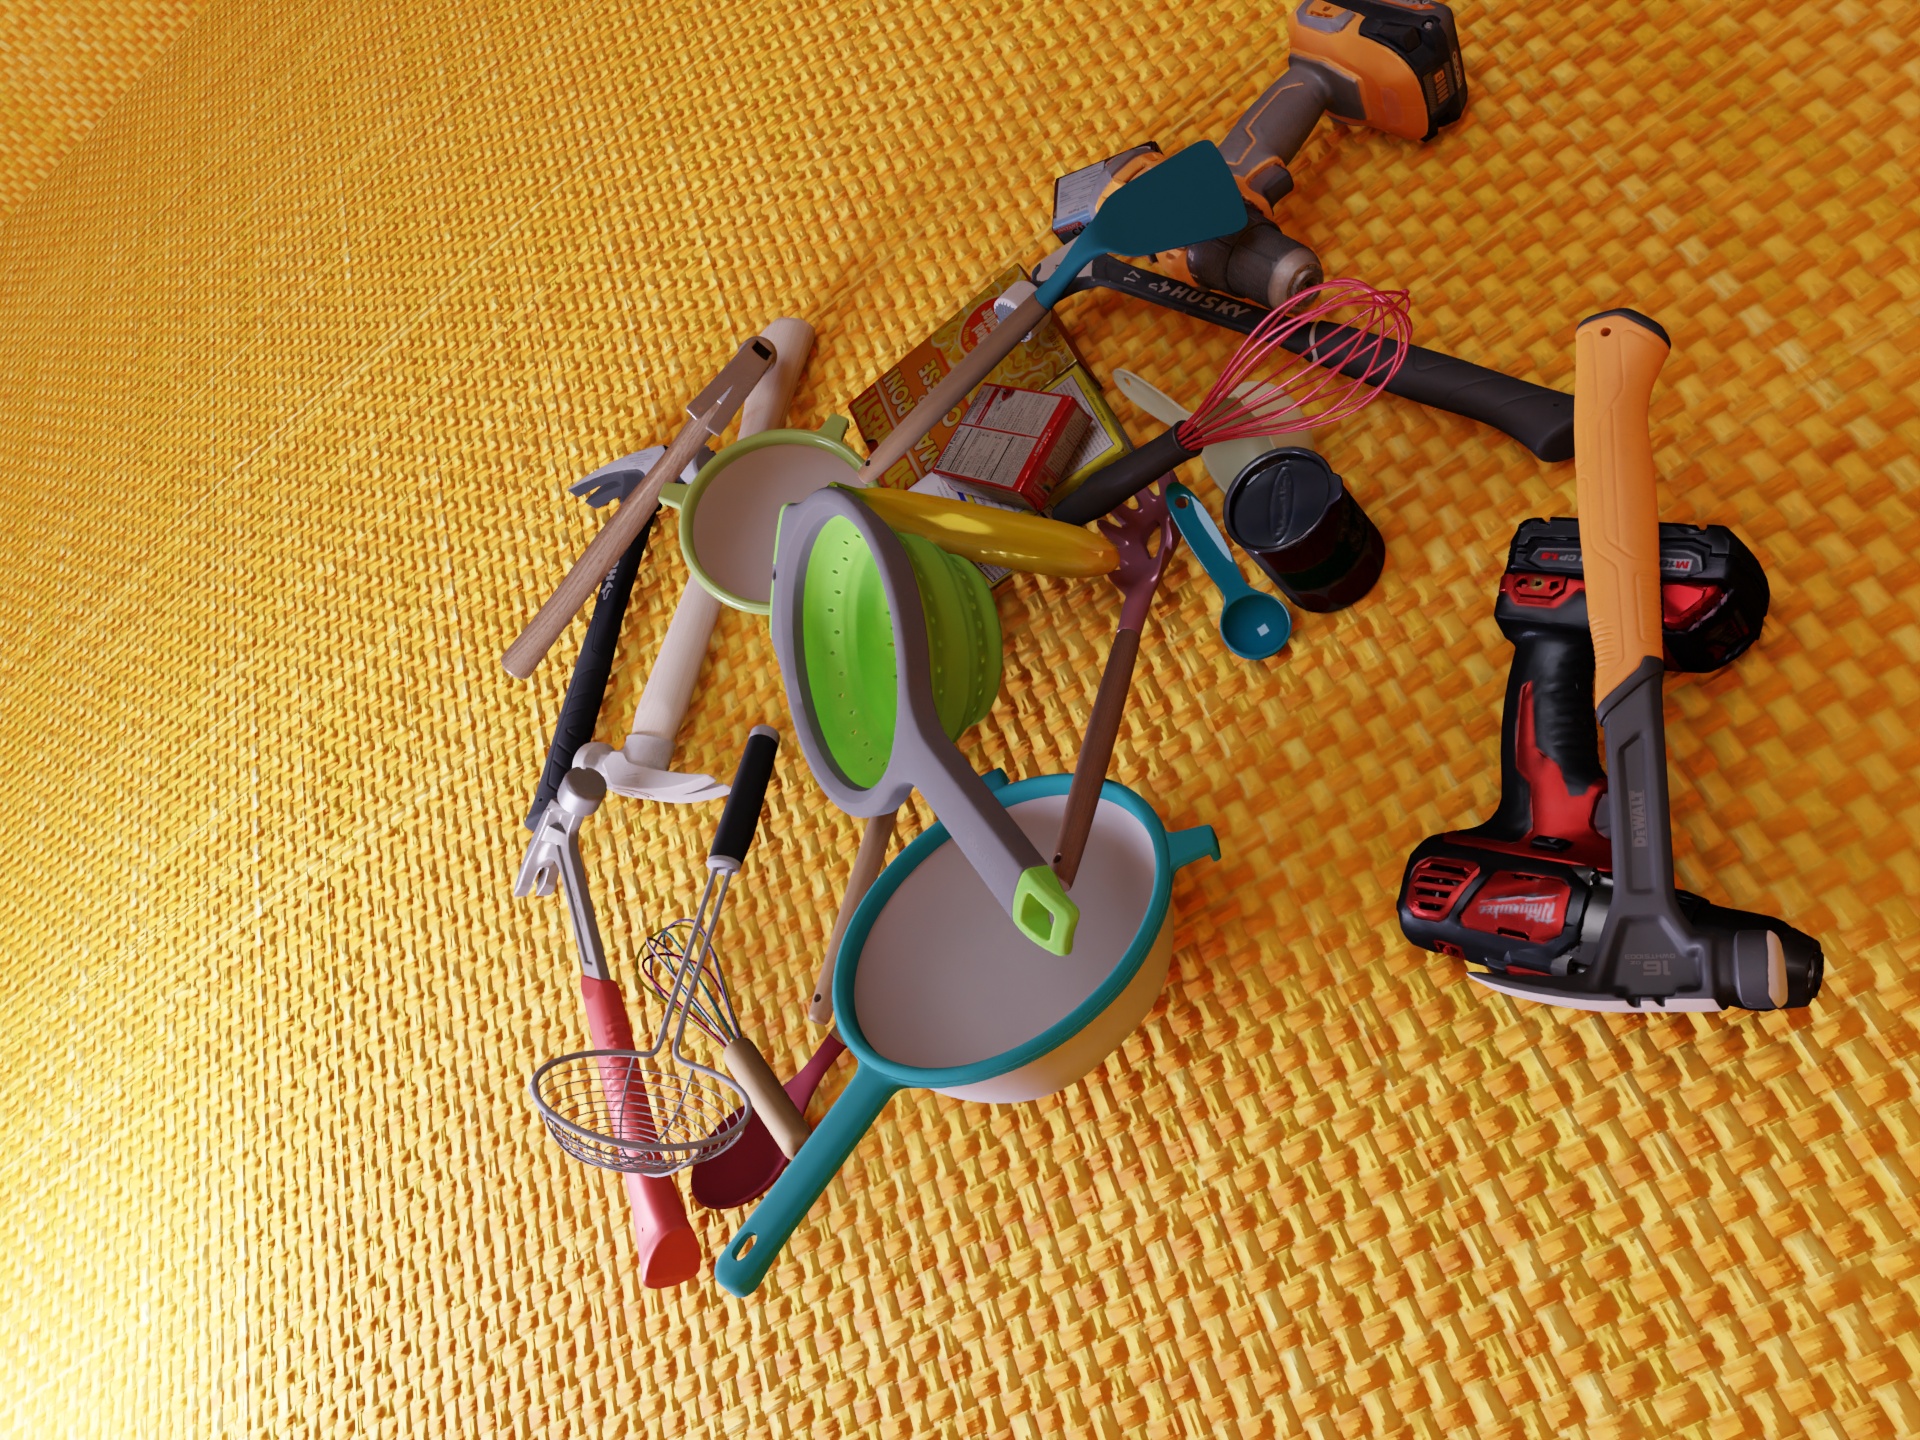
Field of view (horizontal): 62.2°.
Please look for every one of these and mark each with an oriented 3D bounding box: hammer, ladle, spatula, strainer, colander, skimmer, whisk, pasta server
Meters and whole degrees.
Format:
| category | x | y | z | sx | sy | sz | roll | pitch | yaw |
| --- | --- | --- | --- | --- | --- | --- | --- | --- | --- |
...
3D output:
| category | x | y | z | sx | sy | sz | roll | pitch | yaw |
| --- | --- | --- | --- | --- | --- | --- | --- | --- | --- |
| hammer | 0.300 | -0.035 | 0.735 | 0.127 | 0.034 | 0.337 | -7 | 70 | 34 |
| ladle | -0.063 | 0.179 | 1.003 | 0.315 | 0.031 | 0.069 | -53 | 41 | 0 |
| spatula | 0.044 | -0.248 | 1.023 | 0.317 | 0.044 | 0.082 | -38 | 52 | 33 |
| strainer | 0.002 | 0.183 | 0.870 | 0.211 | 0.095 | 0.340 | 14 | 58 | 50 |
| hammer | -0.255 | -0.161 | 1.240 | 0.331 | 0.031 | 0.130 | -49 | 13 | 14 |
| strainer | -0.105 | -0.090 | 1.153 | 0.151 | 0.069 | 0.257 | -24 | 70 | -5 |
| hammer | -0.295 | -0.069 | 1.295 | 0.146 | 0.035 | 0.335 | -2 | 67 | 35 |
| colander | -0.001 | -0.003 | 0.937 | 0.398 | 0.094 | 0.204 | 51 | 140 | 47 |
| skimmer | -0.164 | 0.124 | 1.006 | 0.127 | 0.090 | 0.364 | 12 | 49 | 1 |
| whisk | -0.154 | 0.203 | 1.025 | 0.245 | 0.047 | 0.051 | 41 | 130 | 50 |
| whisk | 0.145 | -0.171 | 0.916 | 0.296 | 0.073 | 0.073 | -27 | 51 | 53 |
| hammer | -0.180 | -0.133 | 1.240 | 0.146 | 0.038 | 0.411 | 4 | 70 | 36 |
| hammer | 0.210 | -0.243 | 0.992 | 0.149 | 0.036 | 0.409 | -44 | 50 | -18 |
| pasta server | 0.088 | -0.035 | 0.936 | 0.060 | 0.040 | 0.316 | -21 | 37 | 40 |
| hammer | -0.242 | 0.213 | 1.081 | 0.149 | 0.036 | 0.359 | -57 | 44 | 39 |

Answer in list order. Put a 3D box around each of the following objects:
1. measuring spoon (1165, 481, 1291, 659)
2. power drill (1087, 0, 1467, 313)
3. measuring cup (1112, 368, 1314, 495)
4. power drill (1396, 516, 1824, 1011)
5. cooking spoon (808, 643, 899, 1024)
| category | x | y | z | sx | sy | sz | roll | pitch | yaw |
| --- | --- | --- | --- | --- | --- | --- | --- | --- | --- |
| measuring spoon | 0.157 | -0.090 | 0.960 | 0.042 | 0.021 | 0.129 | -26 | 68 | -1 |
| power drill | 0.216 | -0.356 | 1.003 | 0.226 | 0.084 | 0.186 | -41 | 49 | -4 |
| measuring cup | 0.158 | -0.192 | 0.996 | 0.038 | 0.083 | 0.168 | -28 | 44 | -19 |
| power drill | 0.325 | 0.023 | 0.763 | 0.188 | 0.080 | 0.227 | 10 | 77 | 39 |
| cooking spoon | -0.045 | 0.046 | 1.048 | 0.069 | 0.017 | 0.319 | 2 | 64 | 34 |
